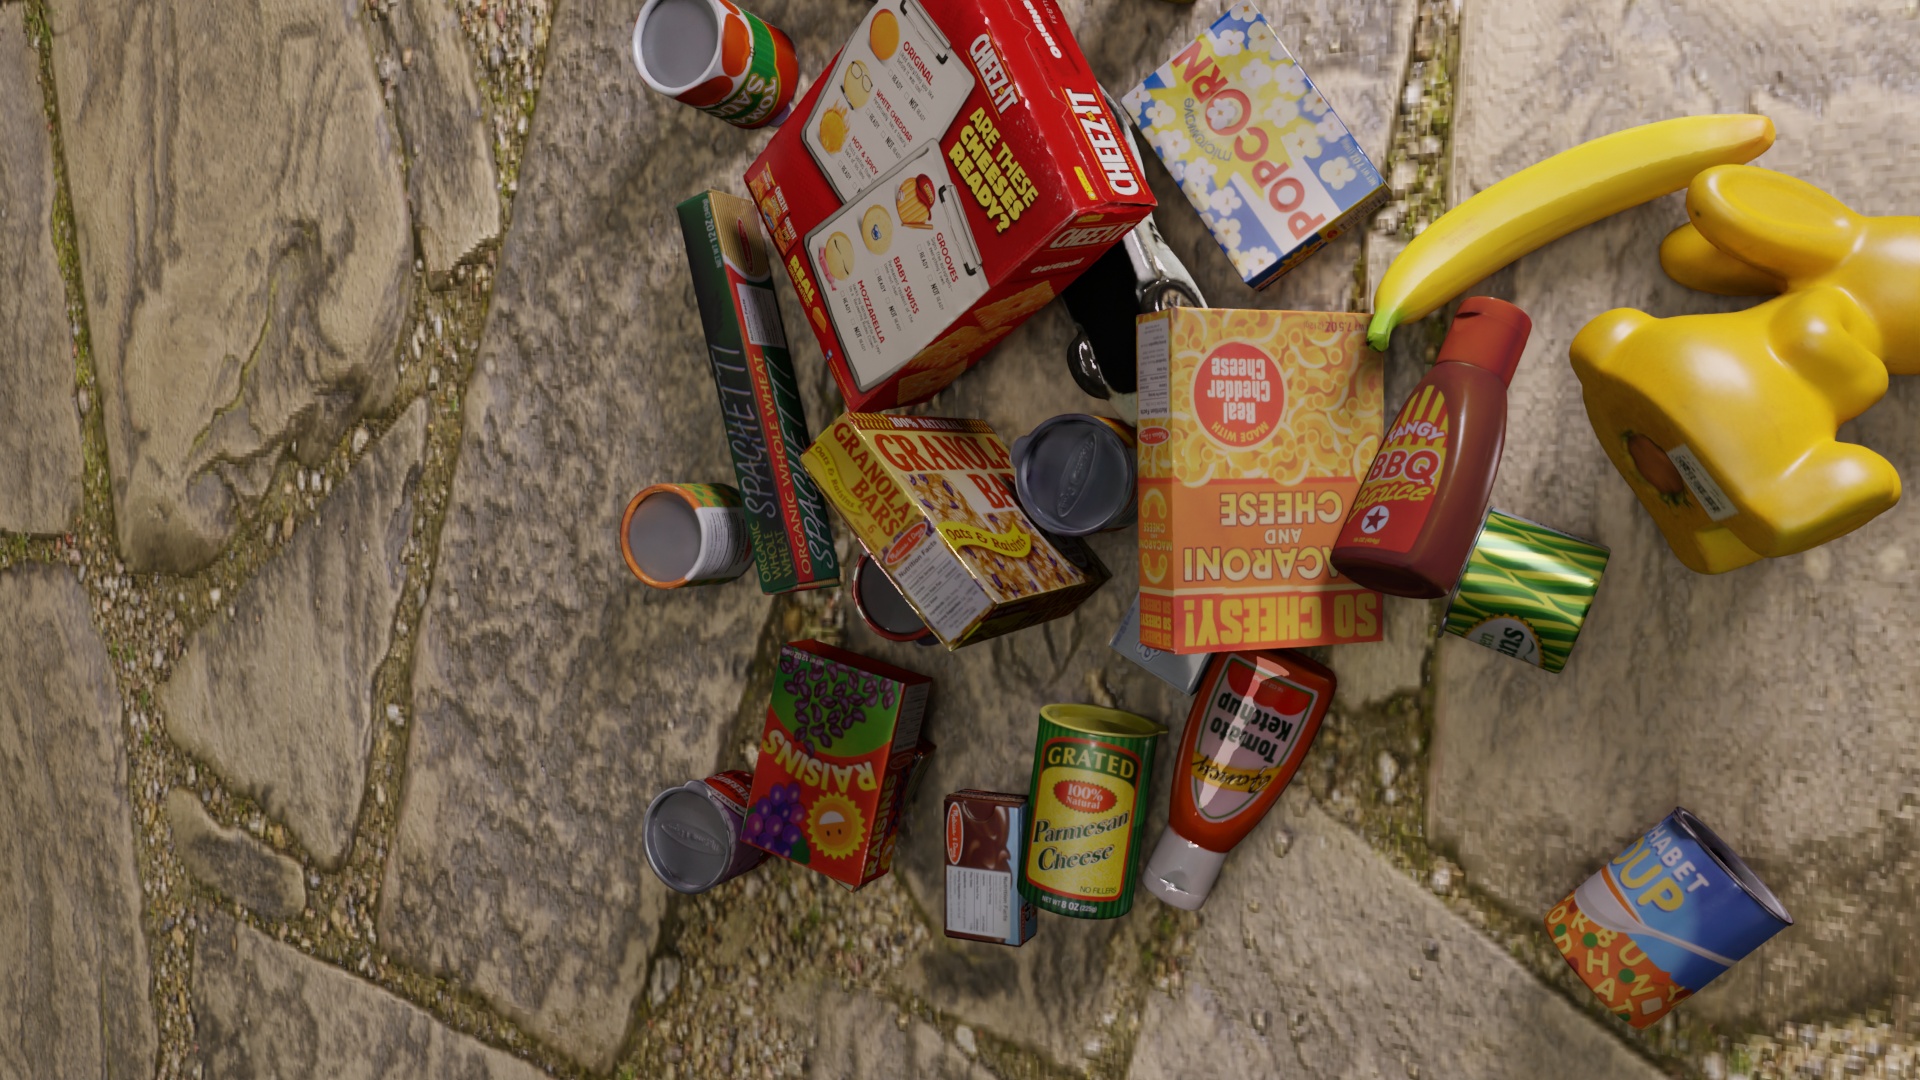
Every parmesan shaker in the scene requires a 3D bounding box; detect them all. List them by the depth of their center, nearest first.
[{"bbox_3d":[0.072,0.148,0.763,0.071,0.071,0.103,10,96,24],"label":"parmesan shaker"}]

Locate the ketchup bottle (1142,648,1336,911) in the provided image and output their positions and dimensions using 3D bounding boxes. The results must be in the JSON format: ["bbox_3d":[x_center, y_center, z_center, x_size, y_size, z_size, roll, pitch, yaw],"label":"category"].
[{"bbox_3d":[0.143,0.125,0.743,0.065,0.043,0.148,25,102,14],"label":"ketchup bottle"}]

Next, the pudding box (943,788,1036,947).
[{"bbox_3d":[0.018,0.189,0.808,0.049,0.030,0.083,1,92,25],"label":"pudding box"}]

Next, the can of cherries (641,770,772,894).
[{"bbox_3d":[-0.154,0.179,0.869,0.071,0.058,0.071,1,92,25],"label":"can of cherries"}]

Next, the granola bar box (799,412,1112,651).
[{"bbox_3d":[0.003,-0.009,0.734,0.039,0.166,0.124,-44,75,21],"label":"granola bar box"}]

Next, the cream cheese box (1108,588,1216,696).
[{"bbox_3d":[0.127,0.027,0.757,0.053,0.024,0.103,30,103,20],"label":"cream cheese box"}]

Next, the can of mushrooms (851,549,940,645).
[{"bbox_3d":[-0.029,0.029,0.822,0.071,0.033,0.071,1,92,23],"label":"can of mushrooms"}]

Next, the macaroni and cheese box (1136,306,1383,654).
[{"bbox_3d":[0.151,-0.030,0.698,0.124,0.040,0.166,-1,92,-20],"label":"macaroni and cheese box"}]

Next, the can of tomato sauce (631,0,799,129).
[{"bbox_3d":[-0.146,-0.289,0.837,0.071,0.083,0.071,1,92,24],"label":"can of tomato sauce"}]

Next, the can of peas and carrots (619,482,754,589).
[{"bbox_3d":[-0.172,-0.003,0.871,0.071,0.059,0.071,1,92,24],"label":"can of peas and carrots"}]

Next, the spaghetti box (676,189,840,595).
[{"bbox_3d":[-0.123,-0.089,0.851,0.028,0.050,0.250,-15,86,26],"label":"spaghetti box"}]

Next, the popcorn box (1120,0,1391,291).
[{"bbox_3d":[0.154,-0.206,0.730,0.085,0.038,0.127,-36,78,21],"label":"popcorn box"}]

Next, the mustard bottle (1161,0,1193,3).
[{"bbox_3d":[0.090,-0.319,0.689,0.049,0.160,0.065,27,102,22],"label":"mustard bottle"}]

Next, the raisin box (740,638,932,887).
[{"bbox_3d":[-0.074,0.128,0.814,0.086,0.040,0.123,15,96,22],"label":"raisin box"}]

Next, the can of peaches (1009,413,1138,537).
[{"bbox_3d":[0.069,-0.037,0.763,0.071,0.058,0.071,1,93,25],"label":"can of peaches"}]

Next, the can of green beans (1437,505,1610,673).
[{"bbox_3d":[0.272,0.024,0.670,0.058,0.071,0.071,23,101,21],"label":"can of green beans"}]

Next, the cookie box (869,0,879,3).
[{"bbox_3d":[-0.103,-0.409,0.837,0.167,0.040,0.122,25,101,22],"label":"cookie box"}]

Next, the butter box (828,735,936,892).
[{"bbox_3d":[-0.060,0.157,0.845,0.053,0.024,0.103,31,103,21],"label":"butter box"}]

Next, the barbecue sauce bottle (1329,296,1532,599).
[{"bbox_3d":[0.234,-0.046,0.674,0.065,0.043,0.149,5,67,63],"label":"barbecue sauce bottle"}]

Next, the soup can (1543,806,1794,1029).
[{"bbox_3d":[0.326,0.175,0.649,0.071,0.071,0.083,48,109,15],"label":"soup can"}]
